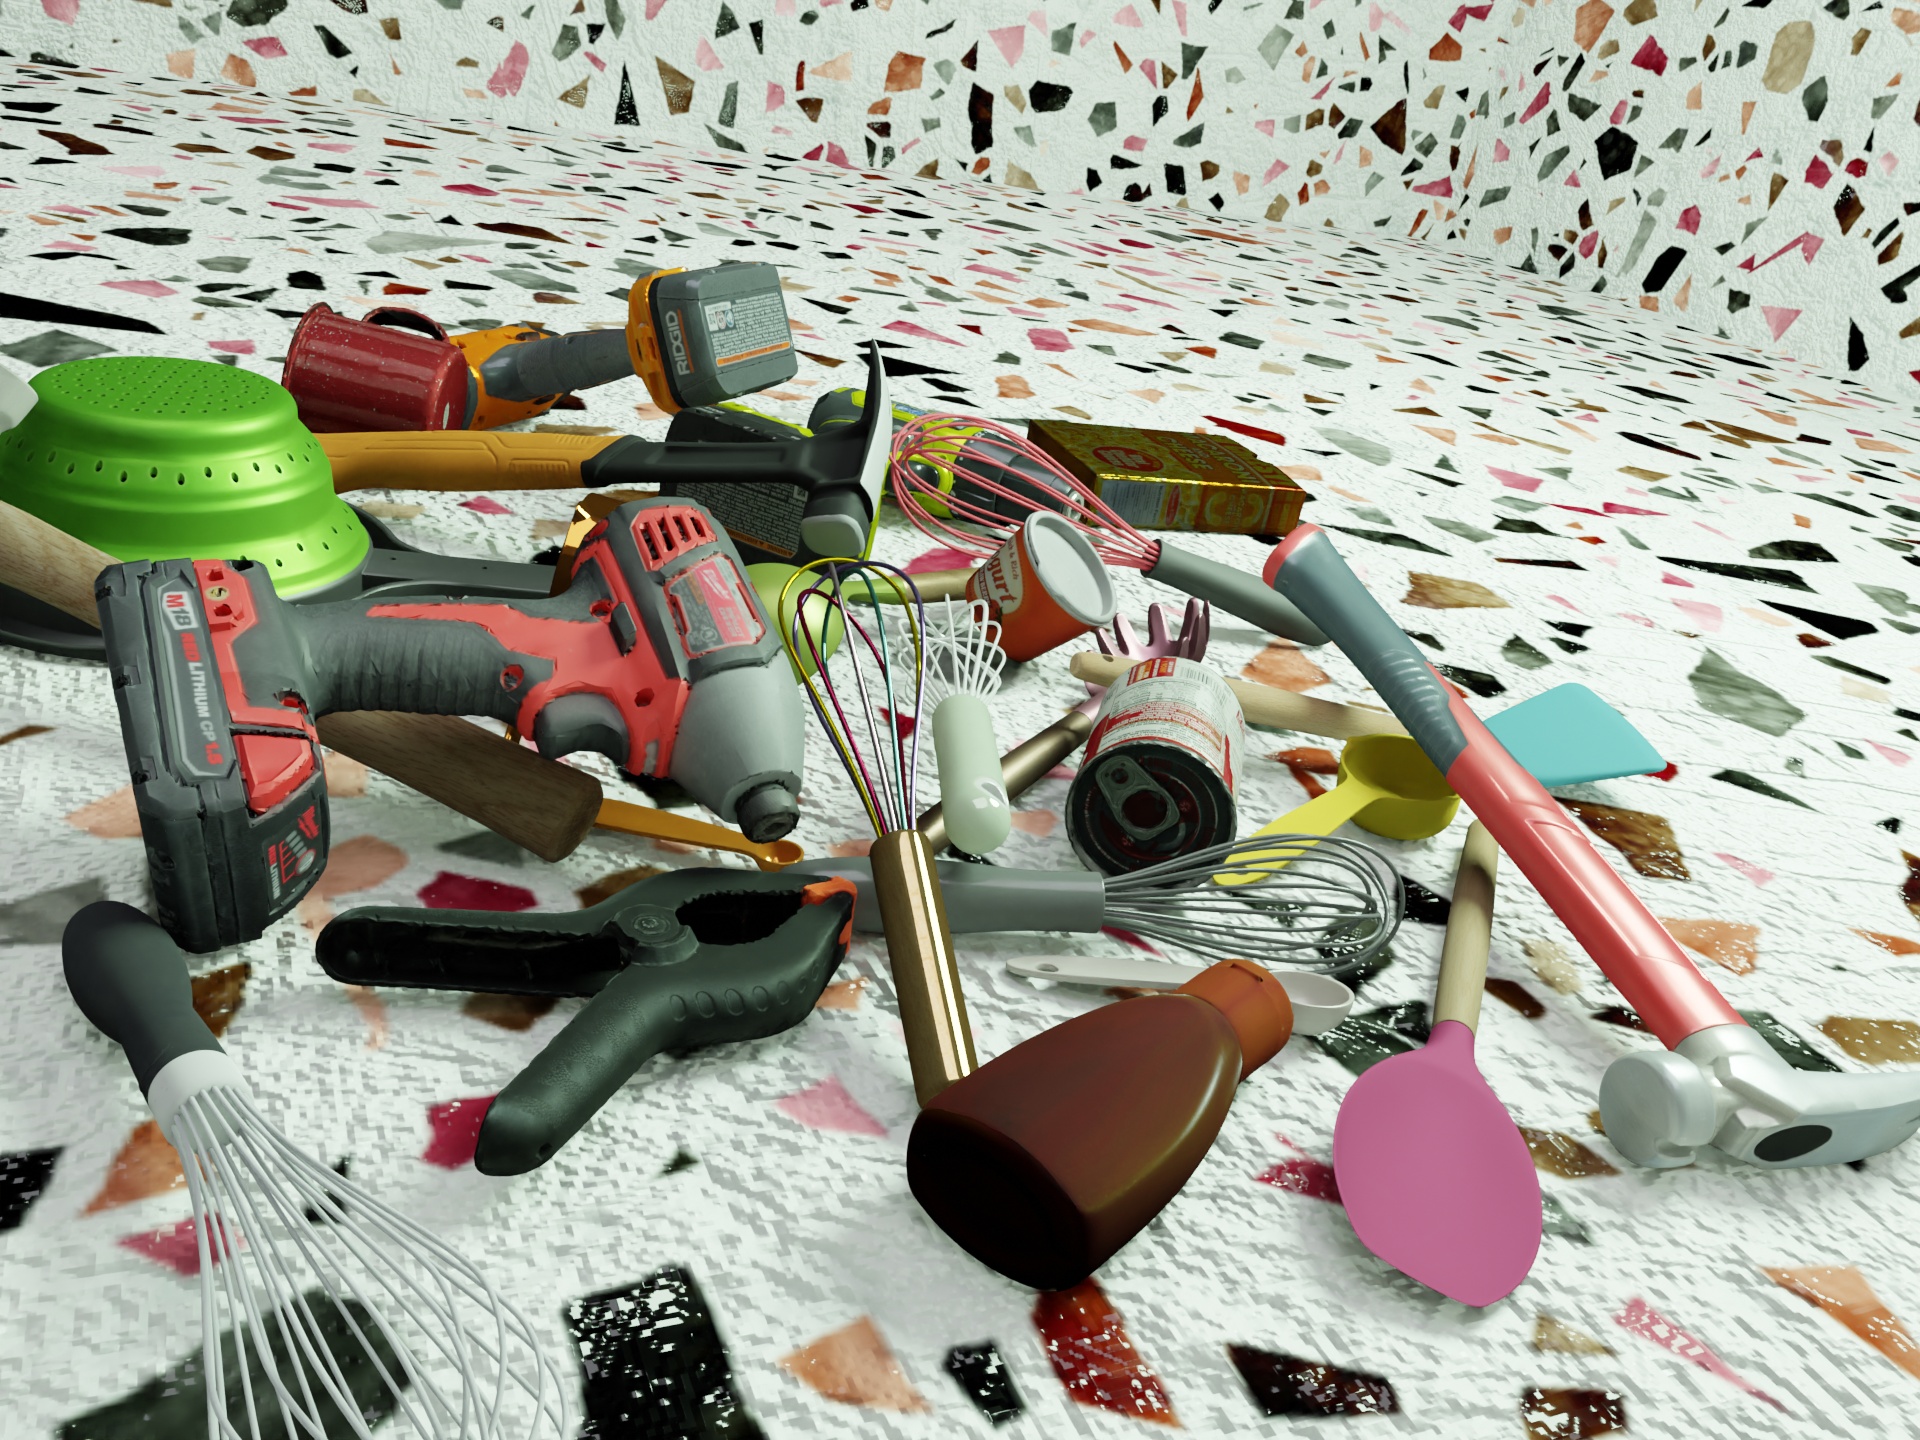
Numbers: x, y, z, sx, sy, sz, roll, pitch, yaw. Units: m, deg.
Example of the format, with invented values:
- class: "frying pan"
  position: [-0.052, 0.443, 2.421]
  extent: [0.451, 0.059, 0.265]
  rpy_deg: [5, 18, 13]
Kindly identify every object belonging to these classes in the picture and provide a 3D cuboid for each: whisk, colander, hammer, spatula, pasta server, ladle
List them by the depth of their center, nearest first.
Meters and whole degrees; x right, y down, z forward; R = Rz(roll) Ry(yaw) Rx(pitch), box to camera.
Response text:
- class: "whisk"
  position: [-0.176, 0.109, 0.390]
  extent: [0.070, 0.070, 0.285]
  rpy_deg: [-11, 28, -39]
- class: "whisk"
  position: [-0.029, 0.028, 0.563]
  extent: [0.047, 0.051, 0.245]
  rpy_deg: [20, 39, -35]
- class: "whisk"
  position: [0.049, 0.065, 0.588]
  extent: [0.239, 0.055, 0.055]
  rpy_deg: [2, 26, -9]
- class: "hammer"
  position: [-0.289, -0.028, 0.608]
  extent: [0.331, 0.031, 0.130]
  rpy_deg: [25, 69, 9]
- class: "whisk"
  position: [-0.001, -0.002, 0.673]
  extent: [0.057, 0.059, 0.246]
  rpy_deg: [39, 13, -16]
- class: "hammer"
  position: [0.242, 0.027, 0.683]
  extent: [0.143, 0.038, 0.387]
  rpy_deg: [2, 36, -21]
- class: "pasta server"
  position: [0.040, 0.004, 0.722]
  extent: [0.060, 0.040, 0.316]
  rpy_deg: [-6, 15, 33]
- class: "colander"
  position: [-0.285, -0.103, 0.749]
  extent: [0.397, 0.094, 0.205]
  rpy_deg: [5, 26, -13]
- class: "spatula"
  position: [0.197, -0.008, 0.772]
  extent: [0.317, 0.044, 0.082]
  rpy_deg: [10, 30, -24]
- class: "hammer"
  position: [-0.202, -0.142, 0.837]
  extent: [0.337, 0.034, 0.127]
  rpy_deg: [1, 55, 11]
- class: "ladle"
  position: [-0.019, -0.058, 0.838]
  extent: [0.078, 0.062, 0.320]
  rpy_deg: [12, 14, 34]
- class: "whisk"
  position: [0.090, -0.097, 0.887]
  extent: [0.295, 0.073, 0.073]
  rpy_deg: [19, 21, -21]

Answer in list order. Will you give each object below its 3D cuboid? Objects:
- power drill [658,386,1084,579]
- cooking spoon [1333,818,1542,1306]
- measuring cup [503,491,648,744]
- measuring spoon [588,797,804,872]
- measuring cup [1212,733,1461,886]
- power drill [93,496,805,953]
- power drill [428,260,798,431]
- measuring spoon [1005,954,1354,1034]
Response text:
- class: "power drill"
  position: [-0.050, -0.144, 0.956]
  extent: [0.191, 0.080, 0.228]
  rpy_deg: [22, 24, 25]
- class: "cooking spoon"
  position: [0.184, 0.105, 0.589]
  extent: [0.069, 0.017, 0.319]
  rpy_deg: [27, 28, 10]
- class: "measuring cup"
  position: [-0.152, -0.023, 0.673]
  extent: [0.052, 0.095, 0.174]
  rpy_deg: [13, 43, -7]
- class: "measuring spoon"
  position: [-0.116, 0.044, 0.611]
  extent: [0.117, 0.011, 0.021]
  rpy_deg: [11, 24, 10]
- class: "measuring cup"
  position: [0.164, 0.049, 0.704]
  extent: [0.156, 0.029, 0.062]
  rpy_deg: [-25, 41, -34]
- class: "power drill"
  position: [-0.162, -0.002, 0.543]
  extent: [0.219, 0.078, 0.143]
  rpy_deg: [-12, 56, -27]
- class: "power drill"
  position: [-0.222, -0.231, 1.005]
  extent: [0.226, 0.084, 0.164]
  rpy_deg: [-4, 17, 23]
- class: "measuring spoon"
  position: [0.078, 0.098, 0.570]
  extent: [0.124, 0.018, 0.034]
  rpy_deg: [5, 12, 3]
